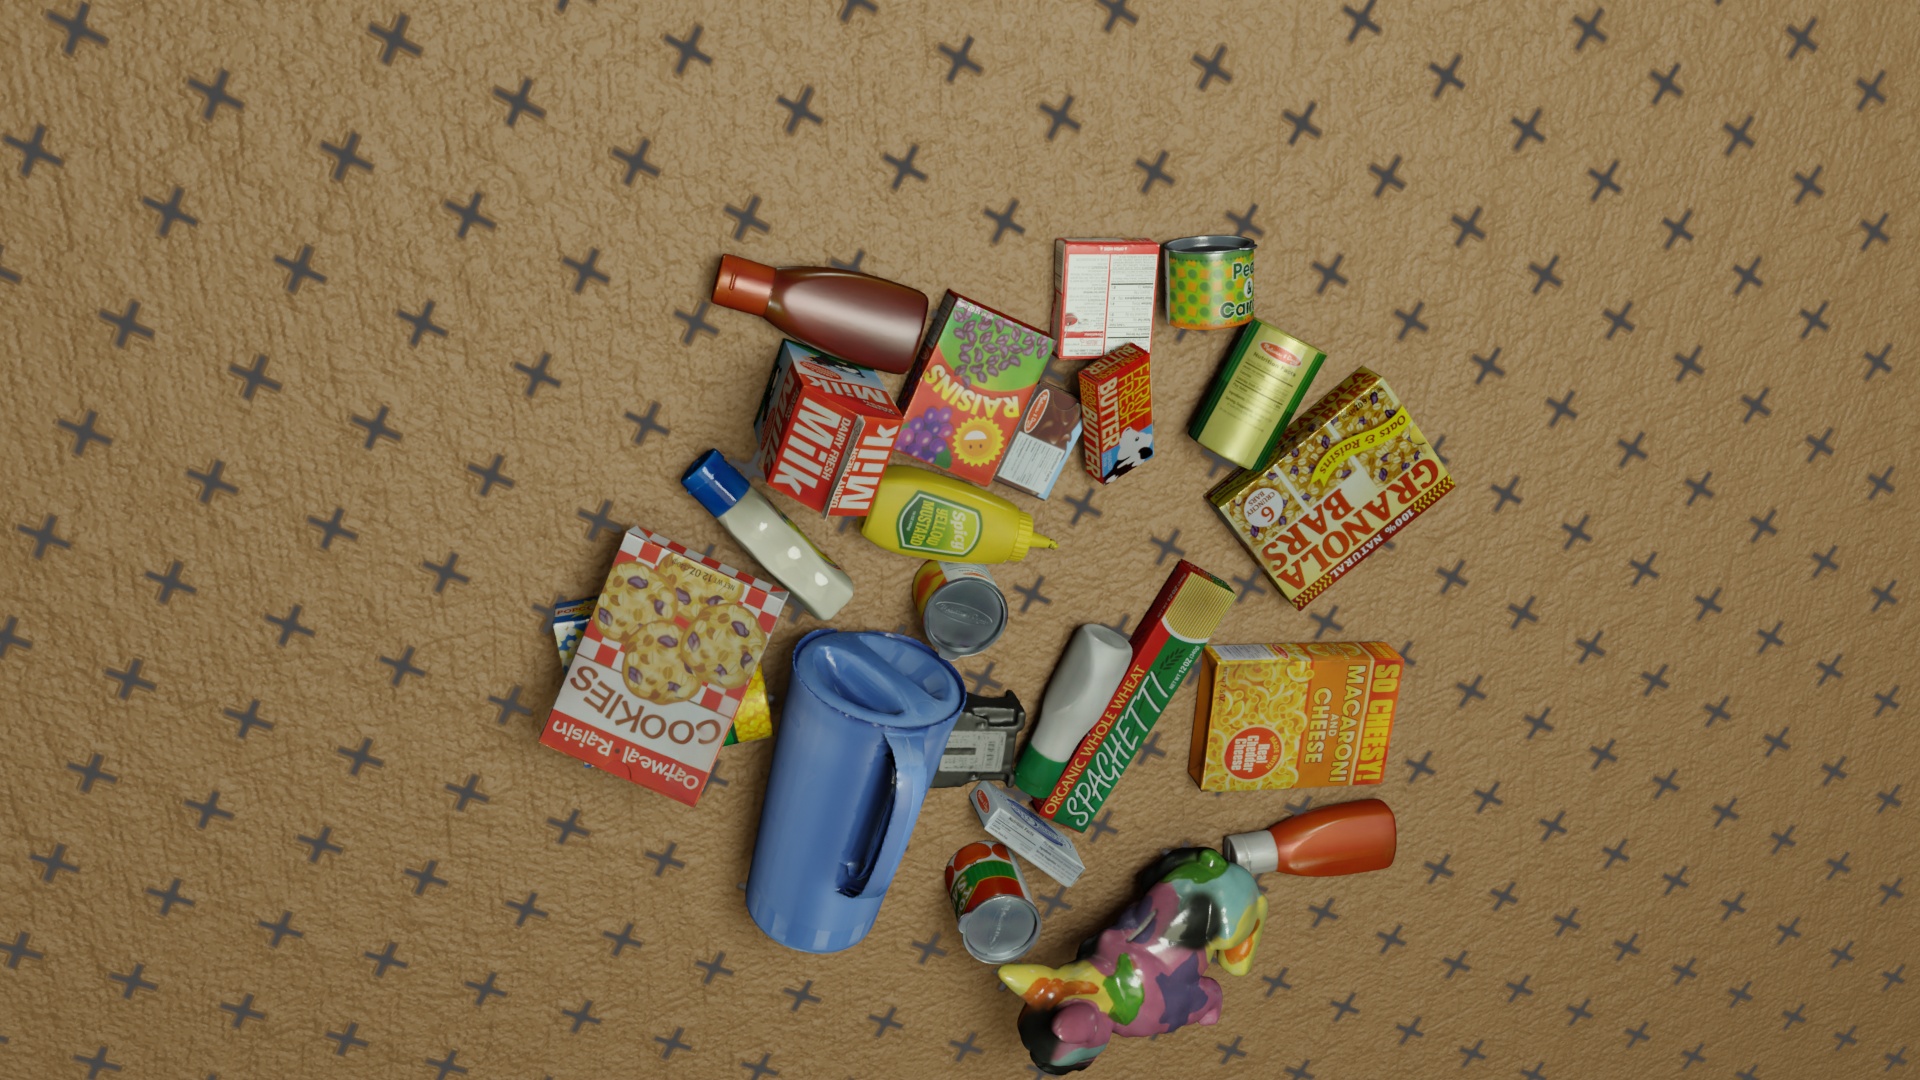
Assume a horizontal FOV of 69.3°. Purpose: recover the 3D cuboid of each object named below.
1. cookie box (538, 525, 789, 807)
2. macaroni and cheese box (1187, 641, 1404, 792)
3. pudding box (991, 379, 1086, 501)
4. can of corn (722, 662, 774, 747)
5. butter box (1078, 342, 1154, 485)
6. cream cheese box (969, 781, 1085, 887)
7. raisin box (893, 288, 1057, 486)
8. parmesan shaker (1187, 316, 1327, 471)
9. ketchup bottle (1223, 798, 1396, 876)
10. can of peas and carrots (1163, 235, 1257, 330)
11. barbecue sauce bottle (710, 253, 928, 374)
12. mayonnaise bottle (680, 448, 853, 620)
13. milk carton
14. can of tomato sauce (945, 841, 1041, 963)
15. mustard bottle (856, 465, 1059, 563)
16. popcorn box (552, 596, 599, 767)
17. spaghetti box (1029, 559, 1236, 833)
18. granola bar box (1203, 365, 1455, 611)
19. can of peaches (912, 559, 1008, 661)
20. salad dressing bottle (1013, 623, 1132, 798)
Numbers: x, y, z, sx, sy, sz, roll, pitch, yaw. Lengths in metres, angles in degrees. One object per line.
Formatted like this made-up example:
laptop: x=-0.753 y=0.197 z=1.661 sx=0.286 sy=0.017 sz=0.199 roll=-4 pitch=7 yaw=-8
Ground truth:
cookie box: x=-0.214 y=0.091 z=1.005 sx=0.123 sy=0.040 sz=0.167 roll=24 pitch=95 yaw=-5
macaroni and cheese box: x=0.286 y=0.150 z=1.190 sx=0.167 sy=0.040 sz=0.123 roll=0 pitch=110 yaw=-11
pudding box: x=0.060 y=-0.078 z=1.063 sx=0.049 sy=0.030 sz=0.083 roll=22 pitch=104 yaw=-17
can of corn: x=-0.178 y=0.123 z=1.067 sx=0.058 sy=0.071 sz=0.071 roll=-11 pitch=112 yaw=-8
butter box: x=0.118 y=-0.095 z=1.046 sx=0.053 sy=0.024 sz=0.103 roll=-32 pitch=138 yaw=-21
cream cheese box: x=0.056 y=0.247 z=1.170 sx=0.103 sy=0.053 sz=0.024 roll=38 pitch=97 yaw=-22
raisin box: x=0.005 y=-0.113 z=1.034 sx=0.086 sy=0.040 sz=0.123 roll=21 pitch=103 yaw=-19
parmesan shaker: x=0.224 y=-0.114 z=1.067 sx=0.071 sy=0.071 sz=0.102 roll=22 pitch=105 yaw=-19
ketchup bottle: x=0.311 y=0.271 z=1.238 sx=0.149 sy=0.044 sz=0.064 roll=-6 pitch=110 yaw=-9
can of peas and carrots: x=0.186 y=-0.191 z=1.026 sx=0.071 sy=0.071 sz=0.058 roll=-8 pitch=112 yaw=-9
barbecue sauce bottle: x=-0.101 y=-0.166 z=0.990 sx=0.148 sy=0.044 sz=0.064 roll=14 pitch=96 yaw=-16
mayonnaise bottle: x=-0.143 y=-0.005 z=1.032 sx=0.041 sy=0.065 sz=0.148 roll=-44 pitch=109 yaw=-3
milk carton: x=-0.091 y=-0.075 z=0.945 sx=0.073 sy=0.191 sz=0.072 roll=17 pitch=106 yaw=-18
can of tomato sauce: x=0.024 y=0.303 z=1.168 sx=0.071 sy=0.083 sz=0.071 roll=-4 pitch=111 yaw=-10
mustard bottle: x=0.004 y=-0.013 z=1.065 sx=0.160 sy=0.049 sz=0.065 roll=12 pitch=109 yaw=-16
popcorn box: x=-0.256 y=0.105 z=1.060 sx=0.085 sy=0.038 sz=0.126 roll=-9 pitch=111 yaw=-8
spaghetti box: x=0.142 y=0.134 z=1.160 sx=0.050 sy=0.029 sz=0.249 roll=26 pitch=102 yaw=-19
granola bar box: x=0.300 y=-0.040 z=1.123 sx=0.165 sy=0.039 sz=0.124 roll=-40 pitch=113 yaw=5
can of peaches: x=-0.003 y=0.050 z=1.083 sx=0.071 sy=0.058 sz=0.071 roll=-4 pitch=112 yaw=-11
salad dressing bottle: x=0.088 y=0.140 z=1.133 sx=0.044 sy=0.064 sz=0.147 roll=19 pitch=108 yaw=-21
